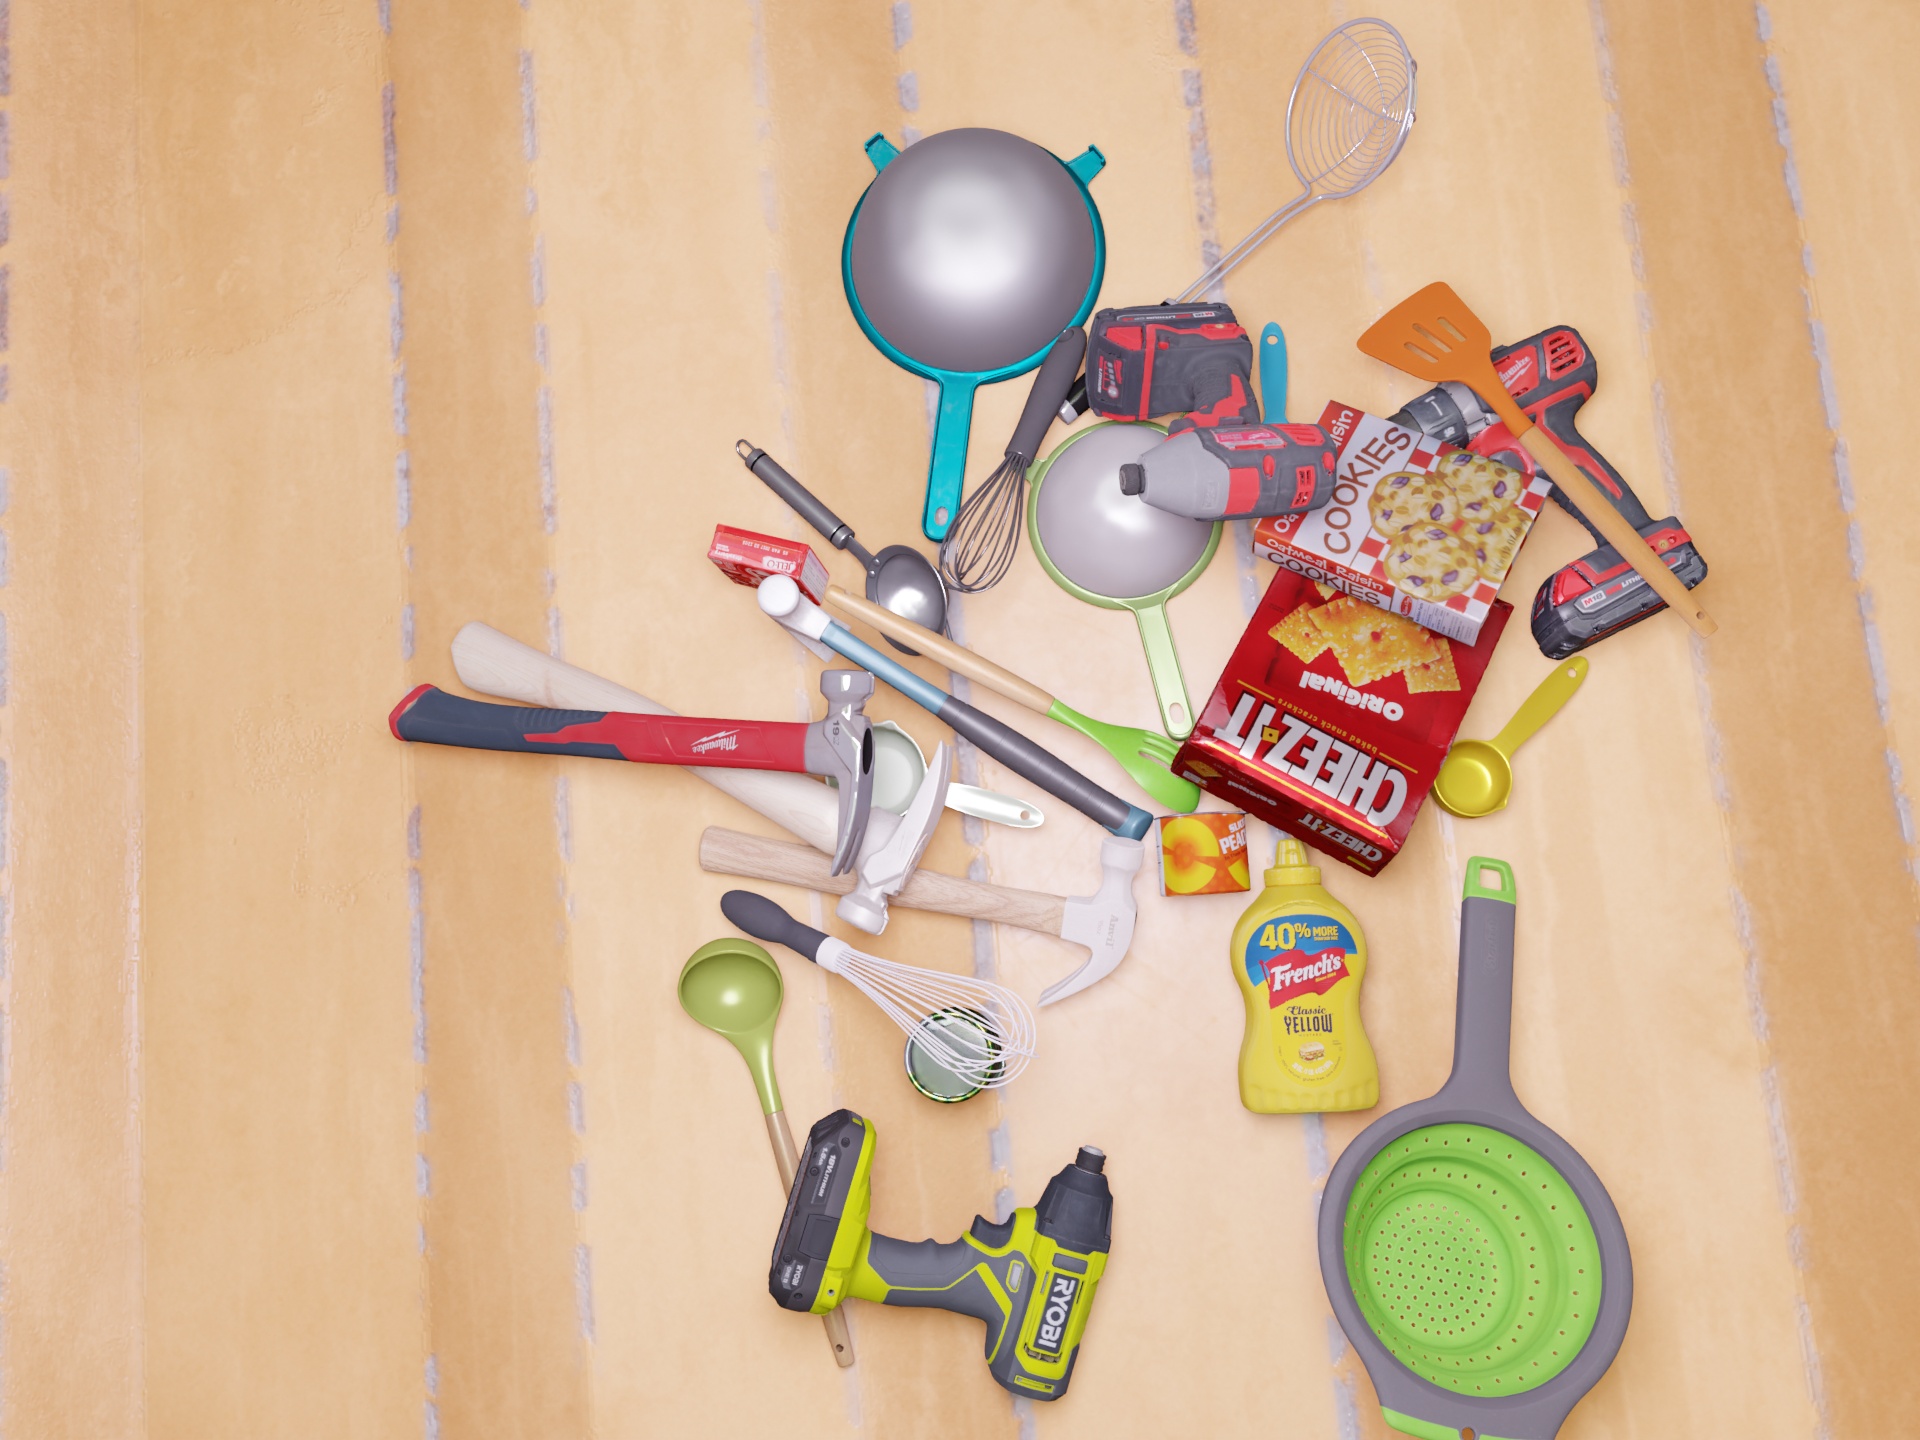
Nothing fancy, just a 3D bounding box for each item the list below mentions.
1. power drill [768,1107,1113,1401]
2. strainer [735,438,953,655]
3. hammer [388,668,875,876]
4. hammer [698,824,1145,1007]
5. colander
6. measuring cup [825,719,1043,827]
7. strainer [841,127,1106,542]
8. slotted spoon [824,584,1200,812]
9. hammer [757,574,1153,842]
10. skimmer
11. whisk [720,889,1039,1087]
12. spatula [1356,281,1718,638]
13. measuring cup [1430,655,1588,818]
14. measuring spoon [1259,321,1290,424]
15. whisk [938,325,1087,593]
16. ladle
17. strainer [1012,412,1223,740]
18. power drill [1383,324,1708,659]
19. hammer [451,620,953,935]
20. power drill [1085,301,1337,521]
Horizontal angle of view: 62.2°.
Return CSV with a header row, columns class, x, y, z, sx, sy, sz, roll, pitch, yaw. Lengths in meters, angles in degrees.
class,x,y,z,sx,sy,sz,roll,pitch,yaw
power drill,-0.009,0.360,1.114,0.223,0.080,0.171,18,85,-6
strainer,-0.083,-0.137,1.225,0.258,0.050,0.086,42,132,15
hammer,-0.247,0.027,1.157,0.386,0.038,0.143,3,90,19
hammer,-0.035,0.126,1.175,0.331,0.031,0.130,9,100,12
colander,0.348,0.291,1.104,0.204,0.094,0.397,10,65,3
measuring cup,-0.018,0.054,1.193,0.167,0.038,0.083,15,84,6
strainer,-0.002,-0.310,1.213,0.211,0.095,0.340,6,81,7
slotted spoon,0.042,-0.021,1.157,0.313,0.070,0.031,28,124,-3
hammer,-0.002,-0.004,1.169,0.331,0.128,0.033,32,87,0
skimmer,0.197,-0.373,1.205,0.363,0.090,0.127,-42,47,2
whisk,-0.065,0.178,1.126,0.285,0.070,0.070,21,84,30
spatula,0.413,-0.182,1.118,0.081,0.041,0.323,-38,78,-2
measuring cup,0.404,0.010,1.164,0.156,0.029,0.062,-43,80,-11
measuring spoon,0.241,-0.245,1.222,0.042,0.021,0.129,0,73,7
whisk,0.045,-0.197,1.186,0.055,0.055,0.239,22,74,8
ladle,-0.132,0.313,1.158,0.078,0.062,0.320,-18,83,7
strainer,0.135,-0.112,1.183,0.151,0.069,0.256,-14,79,4
power drill,0.410,-0.160,1.161,0.188,0.080,0.227,-26,77,2
hammer,-0.205,0.008,1.191,0.411,0.038,0.146,24,85,17
power drill,0.161,-0.212,1.115,0.143,0.078,0.220,-6,38,-8
